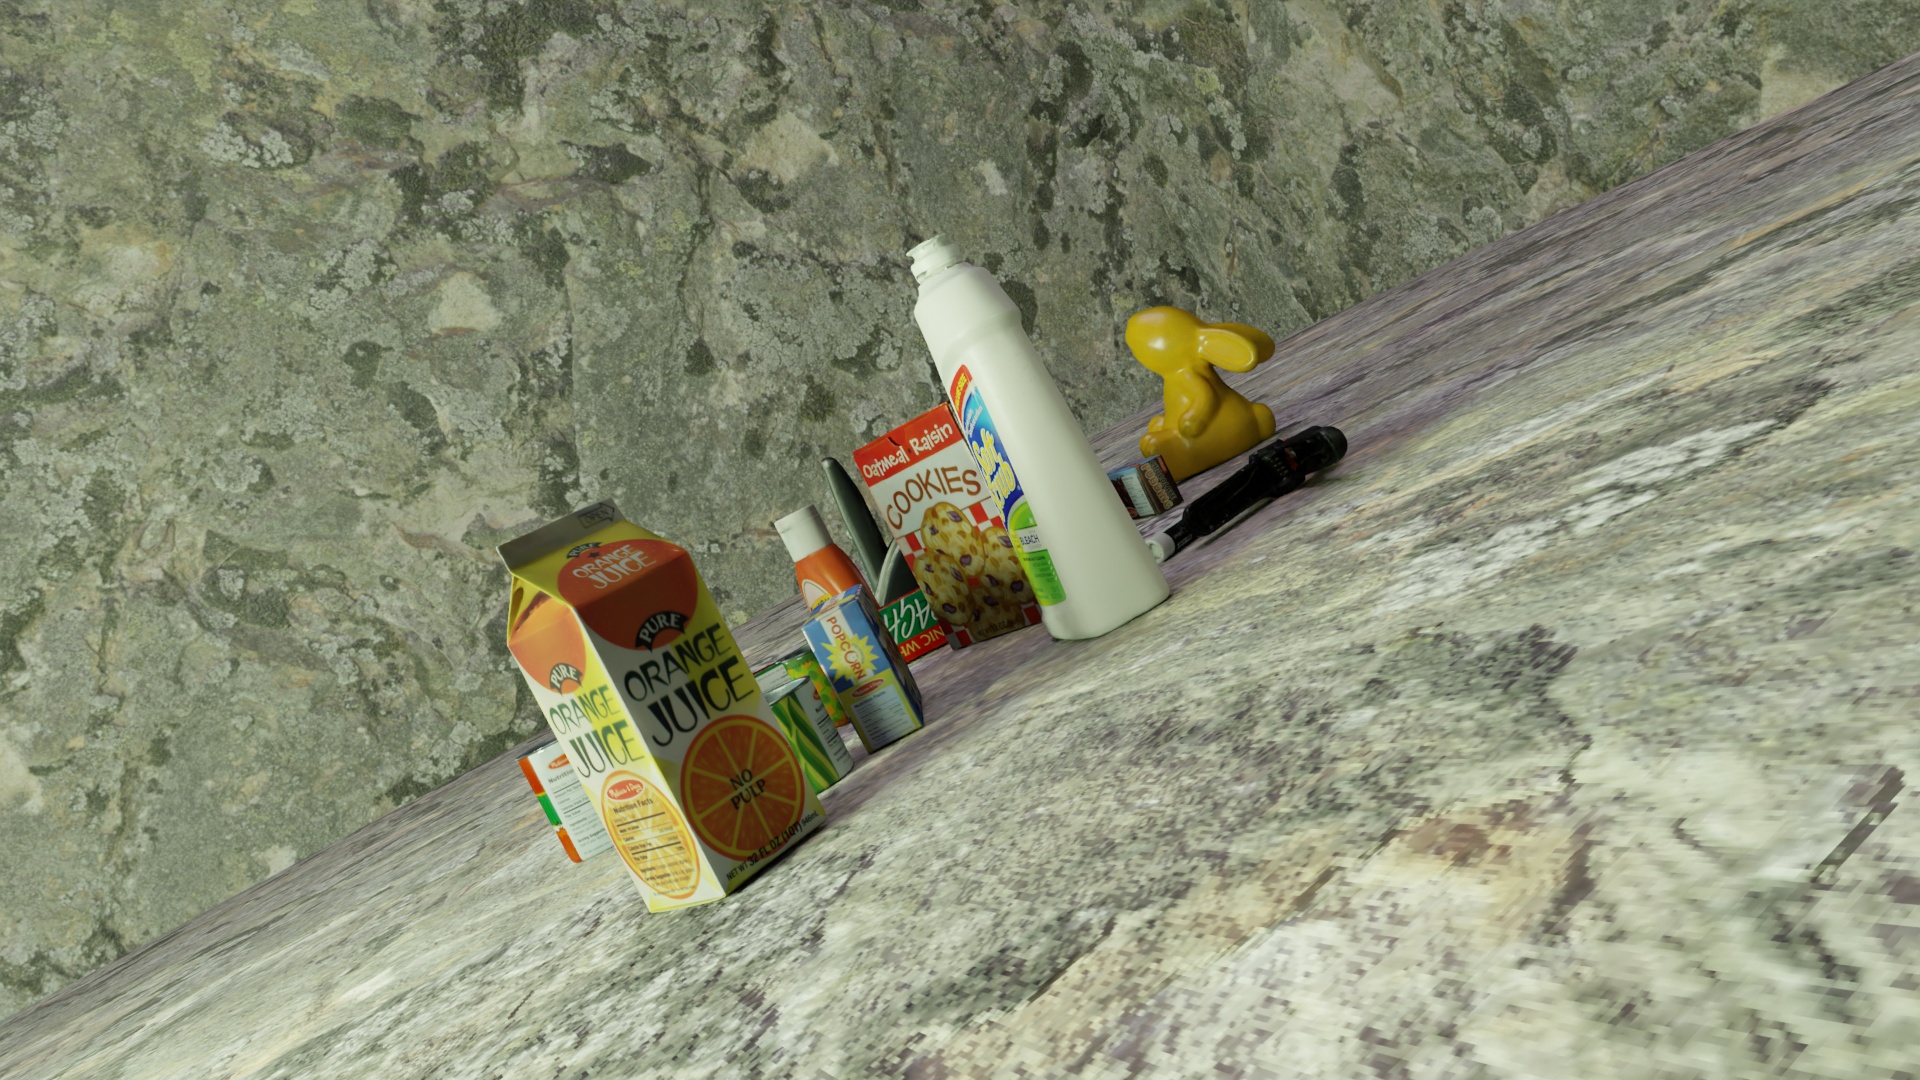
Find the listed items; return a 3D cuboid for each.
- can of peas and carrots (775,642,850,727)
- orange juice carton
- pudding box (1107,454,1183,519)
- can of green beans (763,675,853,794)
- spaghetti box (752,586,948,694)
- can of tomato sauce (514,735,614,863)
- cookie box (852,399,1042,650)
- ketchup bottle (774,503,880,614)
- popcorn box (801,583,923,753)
[{"bbox_3d":[-0.087,0.096,0.983,0.071,0.058,0.071,-27,3,2],"label":"can of peas and carrots"},{"bbox_3d":[-0.151,0.075,0.672,0.073,0.192,0.072,-24,4,44],"label":"orange juice carton"},{"bbox_3d":[0.167,-0.048,1.267,0.030,0.049,0.083,-28,3,-13],"label":"pudding box"},{"bbox_3d":[-0.102,0.118,0.791,0.071,0.058,0.071,-27,3,2],"label":"can of green beans"},{"bbox_3d":[-0.094,0.097,1.098,0.250,0.050,0.028,-27,3,-5],"label":"spaghetti box"},{"bbox_3d":[-0.261,0.172,0.970,0.071,0.083,0.071,-27,3,2],"label":"can of tomato sauce"},{"bbox_3d":[0.004,-0.013,1.002,0.040,0.167,0.122,-30,4,-40],"label":"cookie box"},{"bbox_3d":[-0.104,0.042,1.150,0.044,0.148,0.064,-30,4,-41],"label":"ketchup bottle"},{"bbox_3d":[-0.059,0.075,0.859,0.038,0.085,0.127,-27,3,-1],"label":"popcorn box"}]
